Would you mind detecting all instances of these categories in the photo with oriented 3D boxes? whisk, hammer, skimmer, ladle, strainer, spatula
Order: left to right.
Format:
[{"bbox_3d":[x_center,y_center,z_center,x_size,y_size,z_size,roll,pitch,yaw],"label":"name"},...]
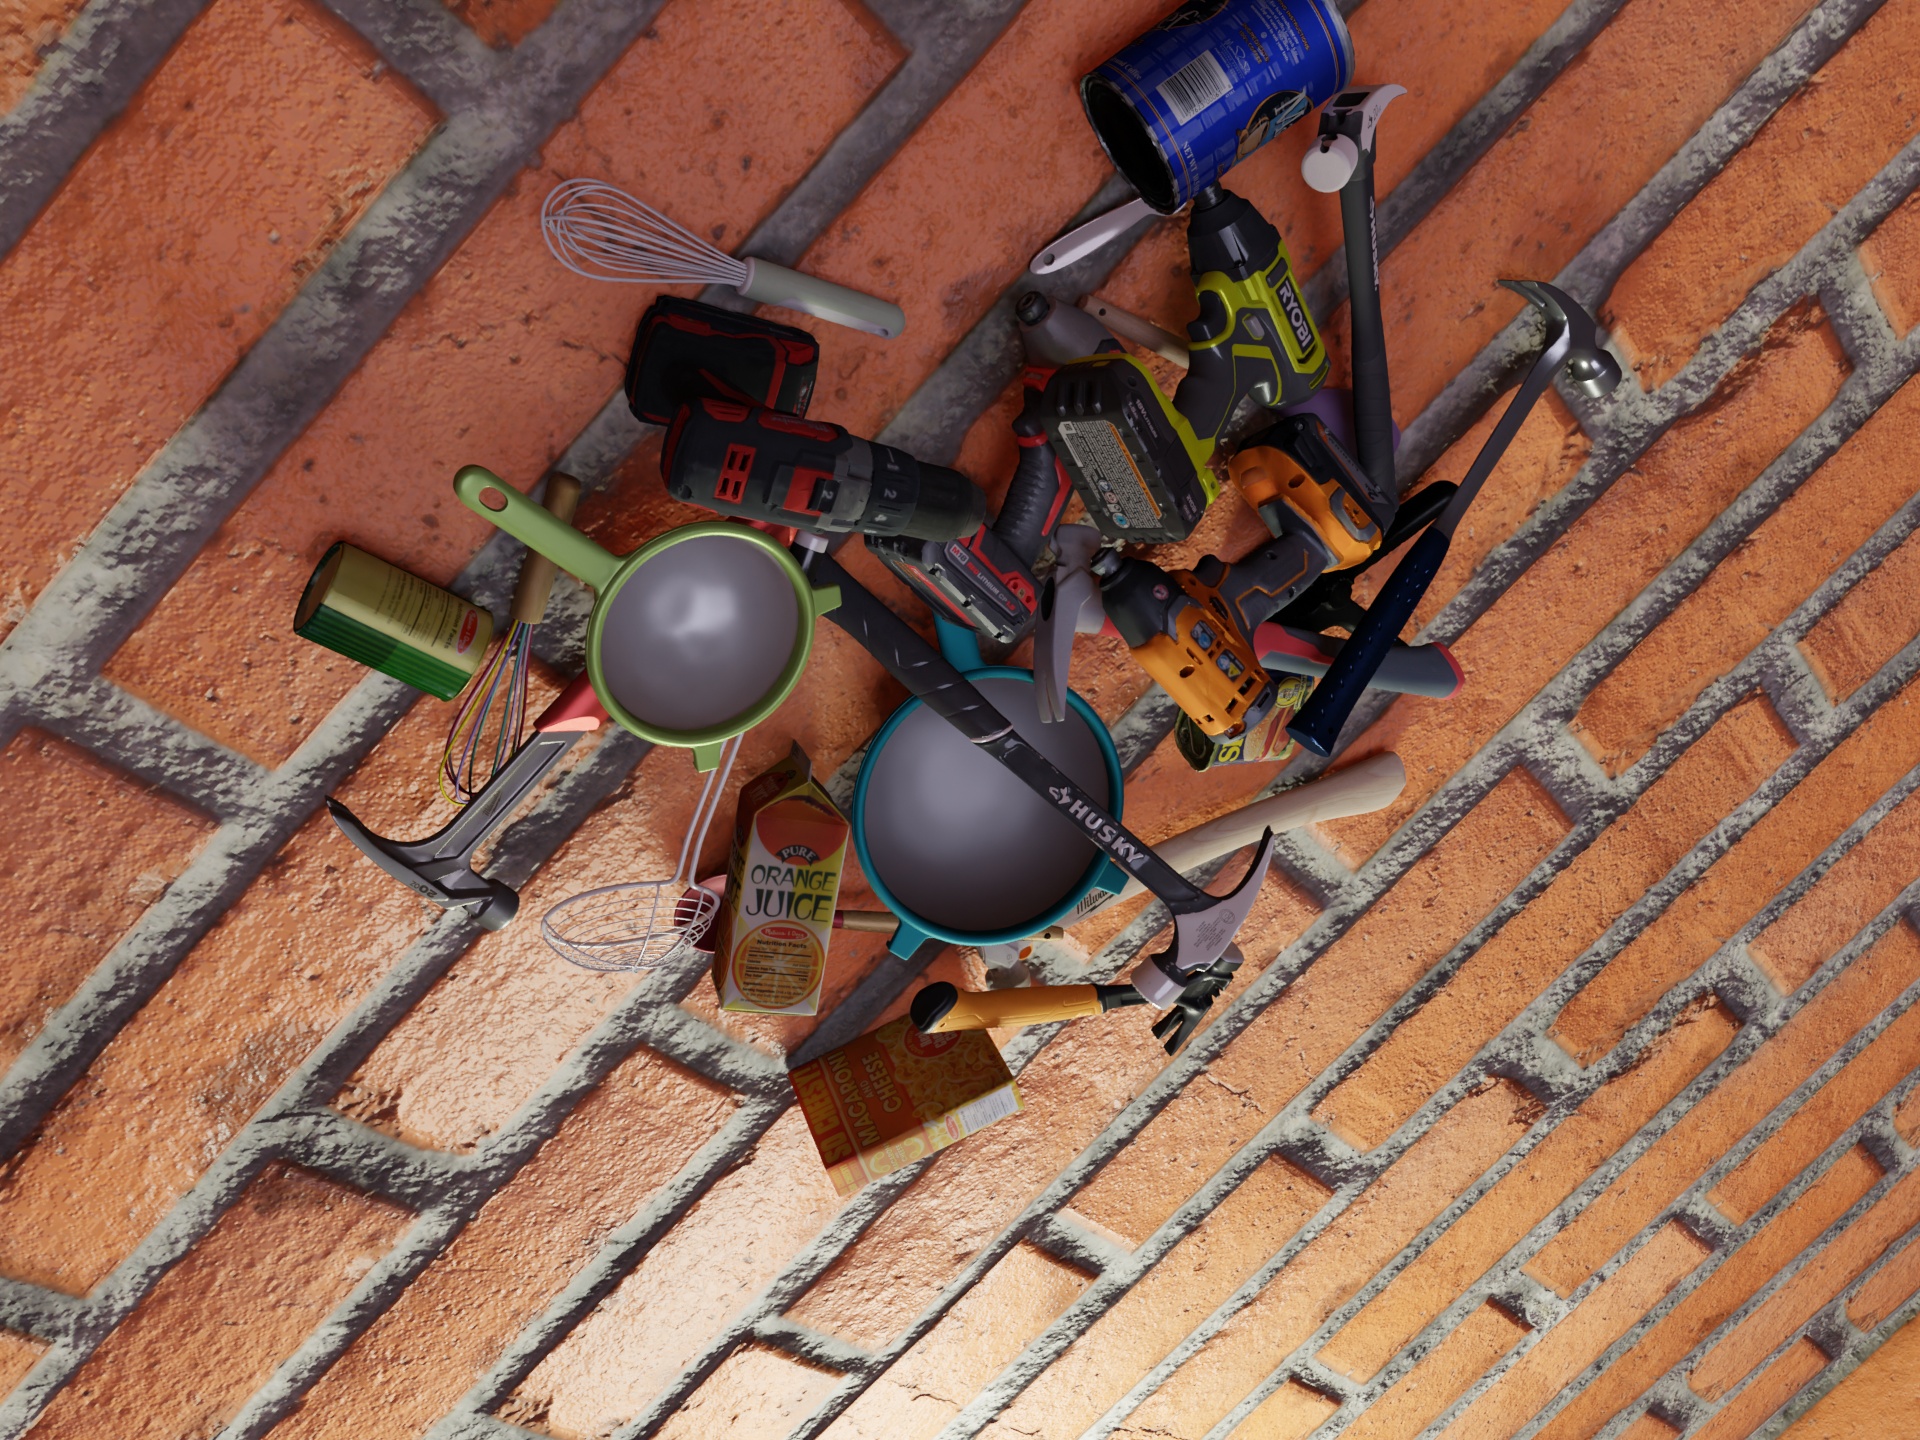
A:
[{"bbox_3d":[-0.298,-0.048,1.056,0.047,0.051,0.245,14,109,-23],"label":"whisk"},{"bbox_3d":[-0.243,-0.029,1.053,0.359,0.037,0.149,-48,128,-5],"label":"hammer"},{"bbox_3d":[-0.207,-0.087,0.981,0.256,0.069,0.151,35,93,-37],"label":"strainer"},{"bbox_3d":[-0.186,0.025,1.117,0.127,0.090,0.363,12,107,-43],"label":"skimmer"},{"bbox_3d":[-0.141,-0.278,0.988,0.246,0.058,0.059,9,84,-32],"label":"whisk"},{"bbox_3d":[-0.068,0.158,1.255,0.315,0.031,0.069,6,109,-15],"label":"ladle"},{"bbox_3d":[-0.002,-0.004,1.193,0.211,0.095,0.340,-15,103,-15],"label":"strainer"},{"bbox_3d":[0.040,0.018,1.109,0.409,0.036,0.149,41,99,-3],"label":"hammer"},{"bbox_3d":[0.094,0.242,1.345,0.336,0.034,0.127,4,127,-39],"label":"hammer"},{"bbox_3d":[0.197,0.101,1.355,0.410,0.038,0.146,-20,120,-14],"label":"hammer"},{"bbox_3d":[0.213,-0.249,1.173,0.315,0.018,0.059,16,106,-31],"label":"spatula"},{"bbox_3d":[0.231,-0.044,1.221,0.386,0.038,0.143,9,83,-26],"label":"hammer"},{"bbox_3d":[0.292,-0.286,1.138,0.146,0.035,0.334,-60,146,-38],"label":"hammer"},{"bbox_3d":[0.369,-0.154,1.220,0.144,0.035,0.405,38,82,-35],"label":"hammer"}]

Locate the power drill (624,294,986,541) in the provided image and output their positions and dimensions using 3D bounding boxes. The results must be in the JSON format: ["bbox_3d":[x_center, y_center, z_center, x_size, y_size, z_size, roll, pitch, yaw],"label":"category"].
[{"bbox_3d":[-0.100,-0.172,0.953,0.187,0.227,0.080,9,115,-27],"label":"power drill"}]

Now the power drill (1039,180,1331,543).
[{"bbox_3d":[0.154,-0.241,1.065,0.223,0.080,0.171,-52,126,-27],"label":"power drill"}]

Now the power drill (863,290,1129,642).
[{"bbox_3d":[0.041,-0.176,1.082,0.143,0.079,0.220,42,78,-36],"label":"power drill"}]

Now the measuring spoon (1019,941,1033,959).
[{"bbox_3d":[0.070,0.152,1.353,0.021,0.011,0.117,13,109,-29],"label":"measuring spoon"}]

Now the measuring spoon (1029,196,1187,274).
[{"bbox_3d":[0.099,-0.339,1.077,0.124,0.018,0.034,-29,131,3],"label":"measuring spoon"}]

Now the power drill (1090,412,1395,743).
[{"bbox_3d":[0.198,-0.116,1.144,0.164,0.084,0.226,45,66,-13],"label":"power drill"}]
